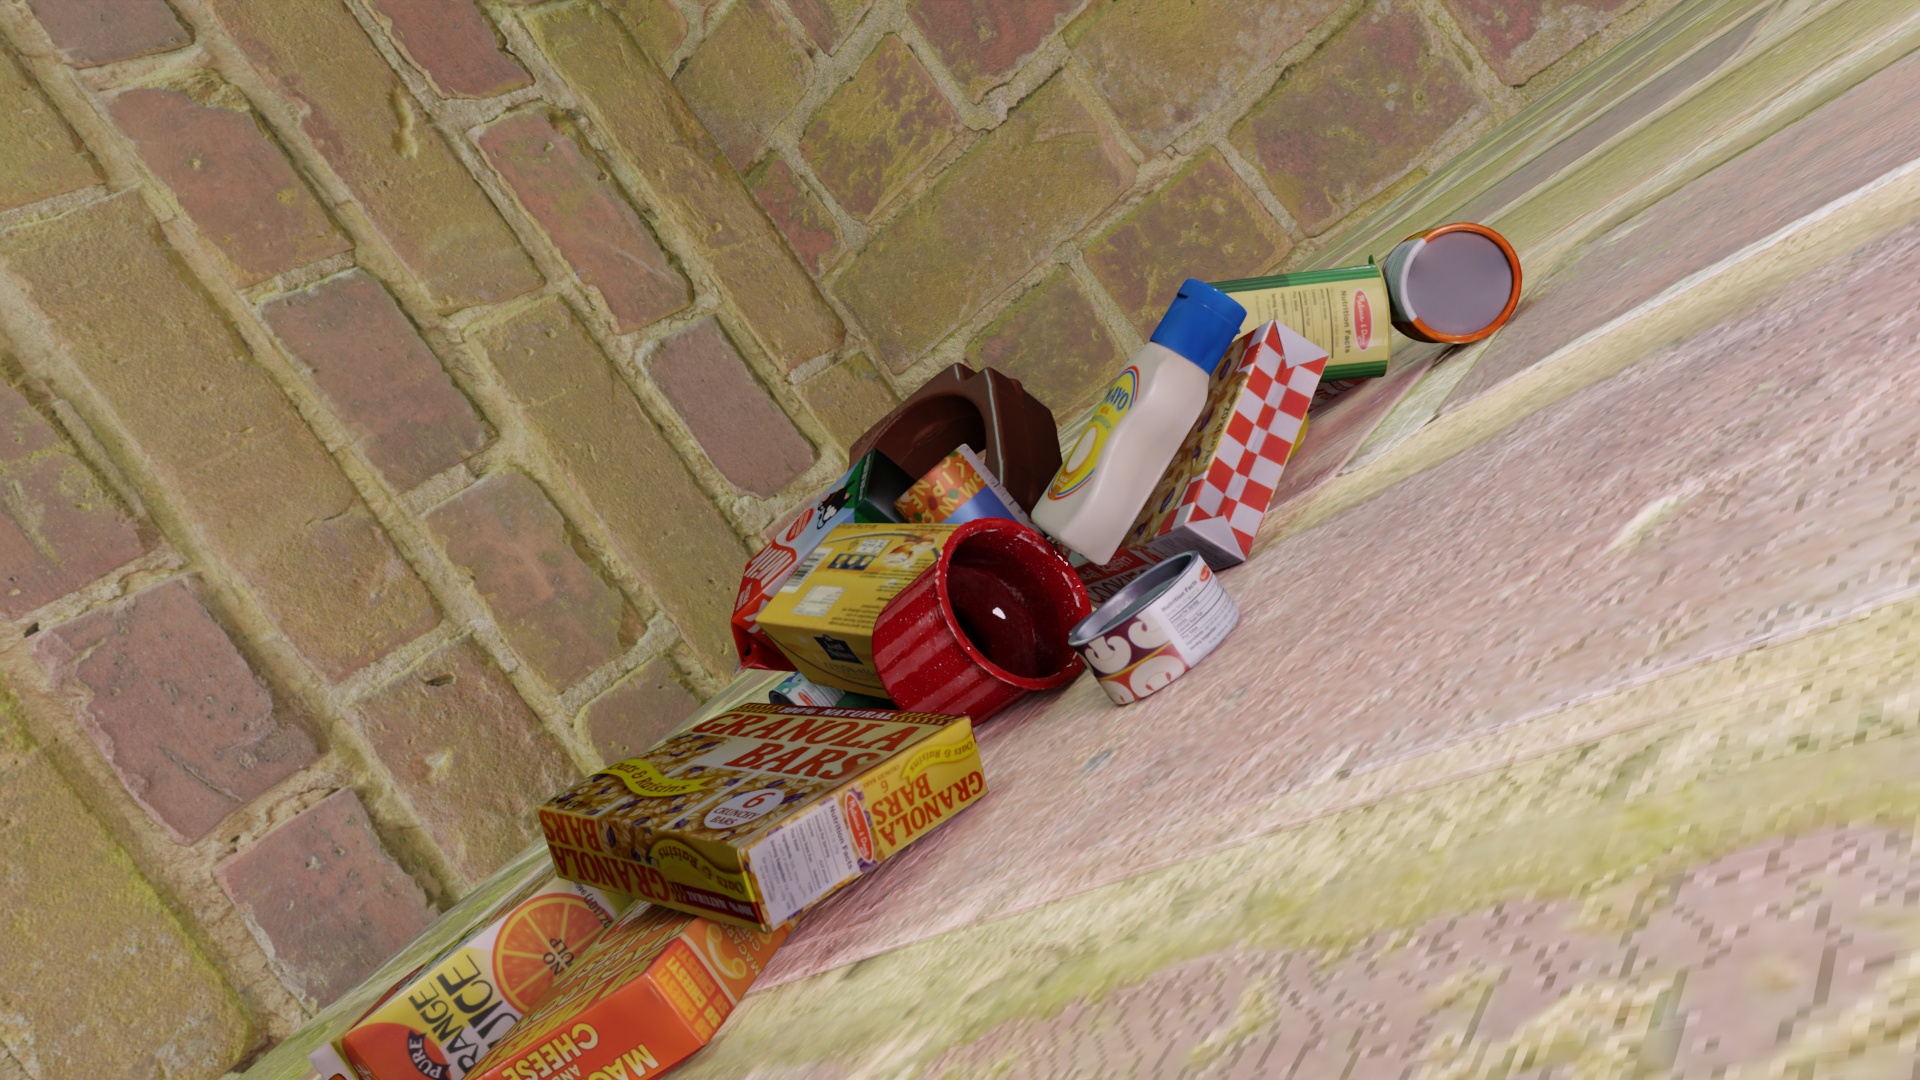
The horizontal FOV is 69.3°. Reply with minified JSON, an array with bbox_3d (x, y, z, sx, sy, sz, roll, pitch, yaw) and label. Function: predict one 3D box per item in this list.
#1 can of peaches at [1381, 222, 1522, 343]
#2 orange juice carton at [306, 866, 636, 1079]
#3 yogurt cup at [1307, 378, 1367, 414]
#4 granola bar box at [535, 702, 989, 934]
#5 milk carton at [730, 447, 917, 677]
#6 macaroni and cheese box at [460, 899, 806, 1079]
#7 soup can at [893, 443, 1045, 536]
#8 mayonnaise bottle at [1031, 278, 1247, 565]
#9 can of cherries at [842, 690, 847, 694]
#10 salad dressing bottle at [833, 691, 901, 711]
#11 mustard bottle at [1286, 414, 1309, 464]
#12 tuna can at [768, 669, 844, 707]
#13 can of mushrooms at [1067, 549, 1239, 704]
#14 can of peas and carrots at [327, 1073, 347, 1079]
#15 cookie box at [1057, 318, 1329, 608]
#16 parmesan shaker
[{"bbox_3d":[0.275,-0.143,0.777,0.071,0.071,0.058,-36,3,10],"label":"can of peaches"},{"bbox_3d":[-0.254,0.248,0.749,0.193,0.072,0.073,-37,3,-1],"label":"orange juice carton"},{"bbox_3d":[0.235,-0.122,0.913,0.053,0.072,0.073,-23,12,42],"label":"yogurt cup"},{"bbox_3d":[-0.089,0.112,0.603,0.125,0.039,0.165,-24,13,-42],"label":"granola bar box"},{"bbox_3d":[-0.103,0.028,1.022,0.190,0.073,0.073,-40,24,26],"label":"milk carton"},{"bbox_3d":[-0.129,0.185,0.606,0.123,0.040,0.167,-35,3,20],"label":"macaroni and cheese box"},{"bbox_3d":[0.003,-0.012,0.938,0.071,0.084,0.071,-41,1,1],"label":"soup can"},{"bbox_3d":[0.092,-0.061,0.707,0.148,0.041,0.065,-59,18,4],"label":"mayonnaise bottle"},{"bbox_3d":[-0.057,0.092,0.995,0.071,0.058,0.071,-36,3,2],"label":"can of cherries"},{"bbox_3d":[-0.034,0.080,0.945,0.148,0.064,0.043,-50,0,-37],"label":"salad dressing bottle"},{"bbox_3d":[0.173,-0.062,0.829,0.065,0.049,0.161,-30,7,19],"label":"mustard bottle"},{"bbox_3d":[-0.101,0.122,0.966,0.033,0.071,0.071,-37,3,-24],"label":"tuna can"},{"bbox_3d":[0.079,0.037,0.578,0.071,0.033,0.071,-37,4,3],"label":"can of mushrooms"},{"bbox_3d":[-0.285,0.281,0.620,0.059,0.071,0.070,-38,3,-33],"label":"can of peas and carrots"},{"bbox_3d":[0.115,-0.035,0.746,0.123,0.040,0.167,-64,13,-19],"label":"cookie box"},{"bbox_3d":[0.191,-0.126,0.809,0.103,0.071,0.071,-5,8,6],"label":"parmesan shaker"}]
